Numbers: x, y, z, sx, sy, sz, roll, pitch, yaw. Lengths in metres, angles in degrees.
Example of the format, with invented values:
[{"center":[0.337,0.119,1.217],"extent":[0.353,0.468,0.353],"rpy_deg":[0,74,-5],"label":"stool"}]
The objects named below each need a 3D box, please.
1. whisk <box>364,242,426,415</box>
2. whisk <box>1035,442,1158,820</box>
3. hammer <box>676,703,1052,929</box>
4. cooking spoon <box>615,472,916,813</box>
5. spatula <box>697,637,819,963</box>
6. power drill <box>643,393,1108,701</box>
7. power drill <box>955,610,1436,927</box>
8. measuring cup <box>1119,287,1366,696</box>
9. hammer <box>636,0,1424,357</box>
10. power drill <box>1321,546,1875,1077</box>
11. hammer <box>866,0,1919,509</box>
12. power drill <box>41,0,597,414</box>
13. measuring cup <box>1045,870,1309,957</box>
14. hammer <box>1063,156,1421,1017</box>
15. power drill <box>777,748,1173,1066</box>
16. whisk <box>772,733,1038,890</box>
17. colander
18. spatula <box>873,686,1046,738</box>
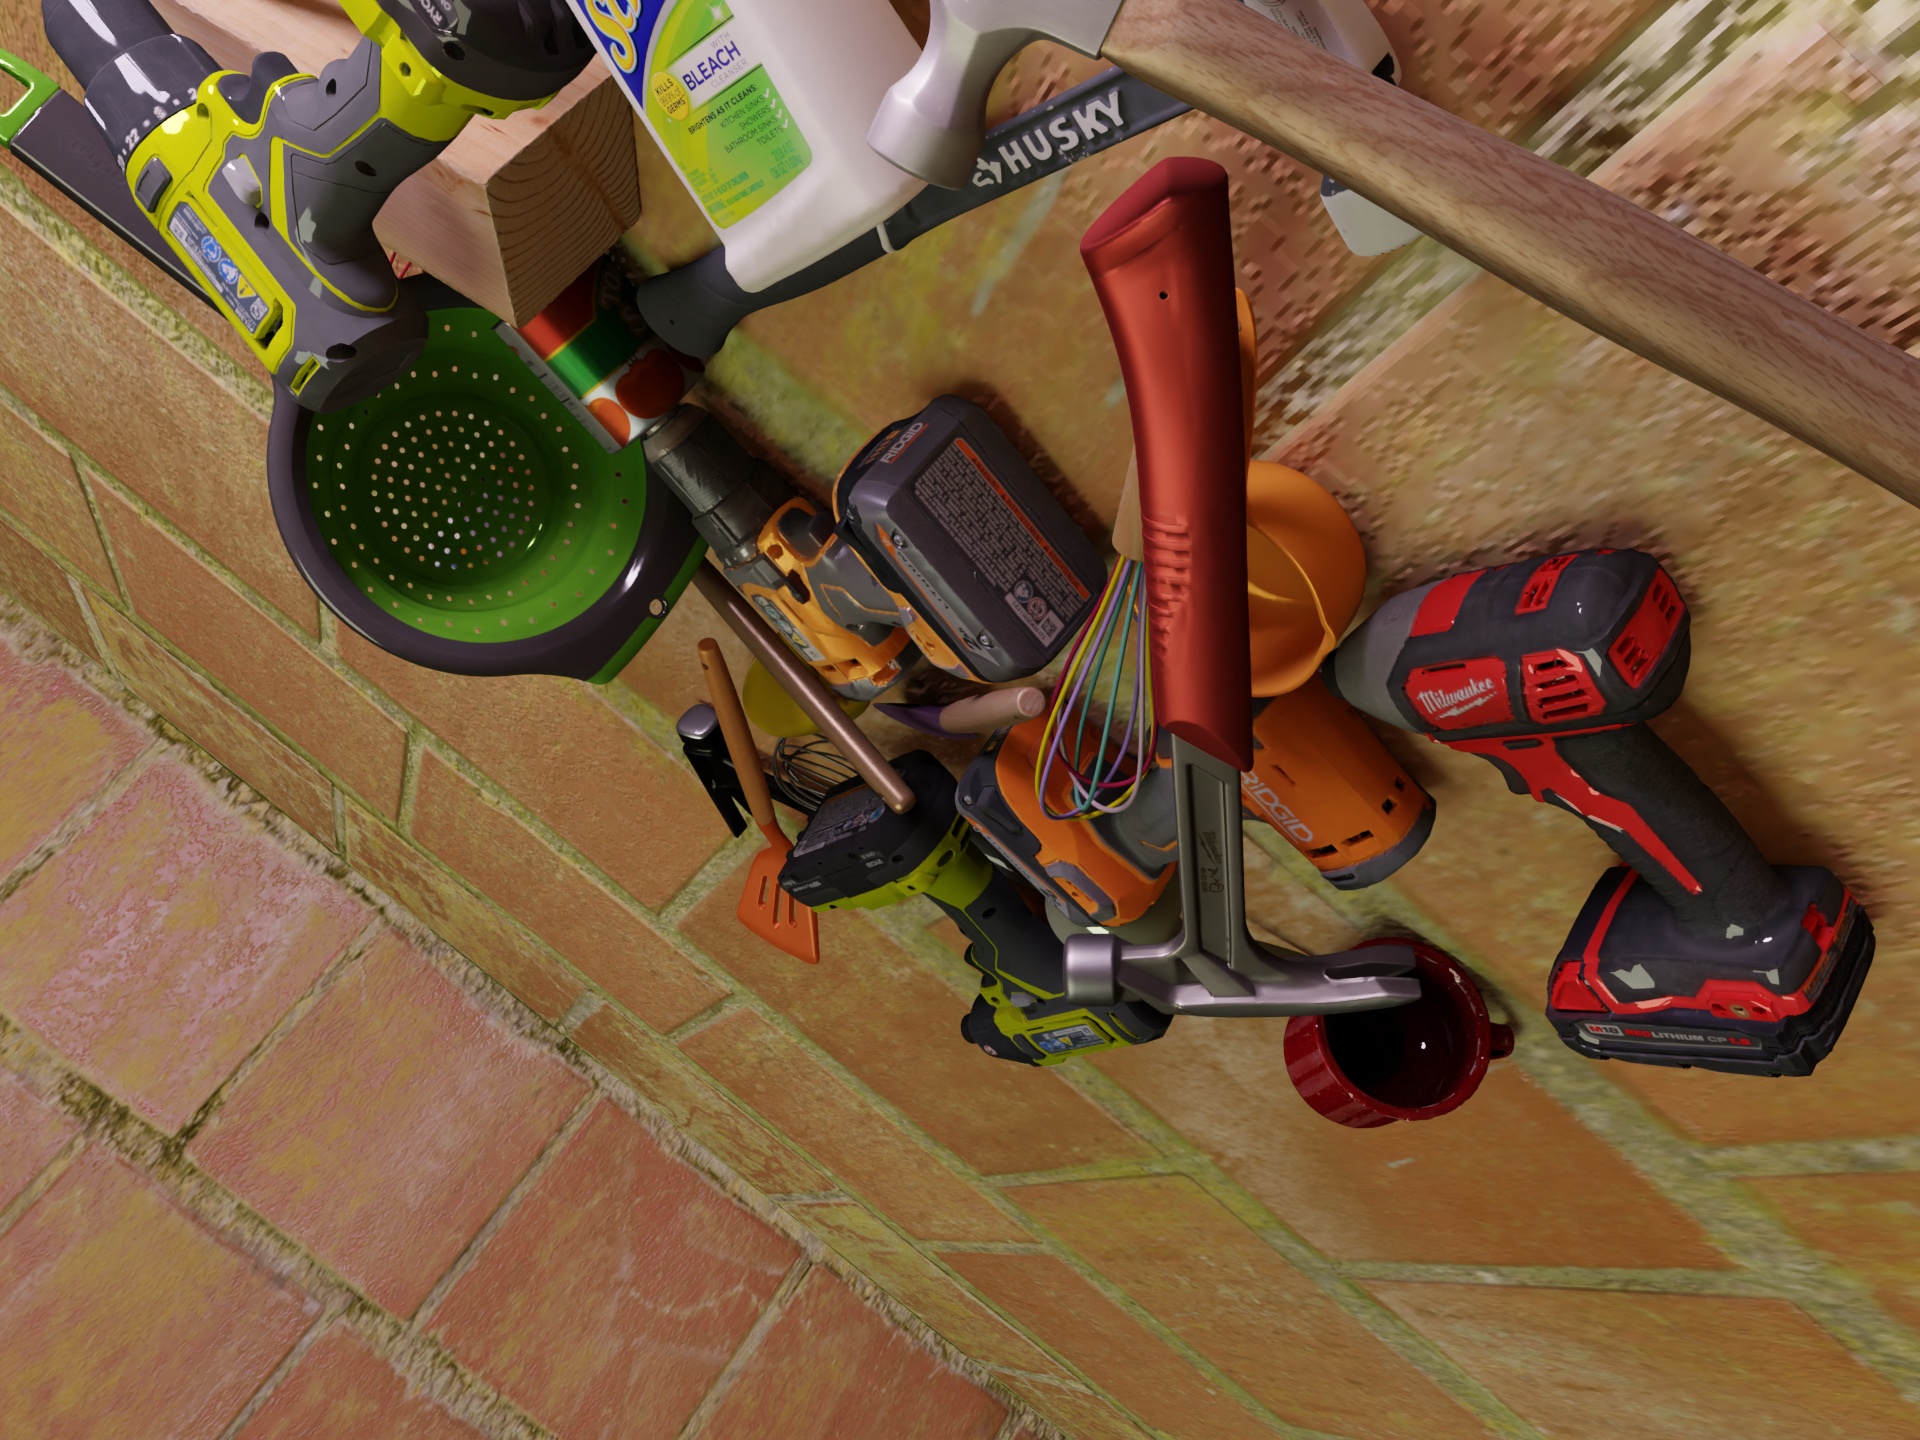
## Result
[{"center":[-0.351,-0.237,0.934],"extent":[0.073,0.073,0.296],"rpy_deg":[42,159,-9],"label":"whisk"},{"center":[0.068,-0.050,0.609],"extent":[0.047,0.051,0.244],"rpy_deg":[13,131,4],"label":"whisk"},{"center":[-0.053,0.085,1.105],"extent":[0.337,0.034,0.127],"rpy_deg":[21,149,31],"label":"hammer"},{"center":[-0.129,-0.066,0.888],"extent":[0.319,0.017,0.068],"rpy_deg":[48,162,18],"label":"cooking spoon"},{"center":[-0.145,0.059,1.096],"extent":[0.081,0.041,0.322],"rpy_deg":[26,149,25],"label":"spatula"},{"center":[-0.054,-0.092,0.771],"extent":[0.185,0.084,0.226],"rpy_deg":[48,157,-20],"label":"power drill"},{"center":[0.094,0.020,0.766],"extent":[0.164,0.084,0.226],"rpy_deg":[45,149,-14],"label":"power drill"},{"center":[0.112,-0.091,0.601],"extent":[0.095,0.052,0.173],"rpy_deg":[22,137,30],"label":"measuring cup"},{"center":[-0.019,-0.200,0.599],"extent":[0.409,0.036,0.149],"rpy_deg":[-1,133,53],"label":"hammer"},{"center":[0.239,0.034,0.612],"extent":[0.219,0.078,0.143],"rpy_deg":[51,151,-19],"label":"power drill"},{"center":[0.146,-0.141,0.428],"extent":[0.331,0.031,0.130],"rpy_deg":[27,116,-2],"label":"hammer"},{"center":[-0.246,-0.247,0.591],"extent":[0.228,0.080,0.190],"rpy_deg":[-30,99,41],"label":"power drill"},{"center":[0.132,0.111,0.896],"extent":[0.167,0.083,0.038],"rpy_deg":[16,136,6],"label":"measuring cup"},{"center":[0.097,-0.022,0.579],"extent":[0.149,0.037,0.358],"rpy_deg":[-3,128,9],"label":"hammer"},{"center":[0.004,0.130,0.980],"extent":[0.223,0.080,0.171],"rpy_deg":[44,140,-19],"label":"power drill"},{"center":[-0.018,0.061,1.016],"extent":[0.239,0.055,0.055],"rpy_deg":[23,151,17],"label":"whisk"},{"center":[-0.315,-0.174,0.806],"extent":[0.396,0.204,0.094],"rpy_deg":[40,164,-24],"label":"colander"},{"center":[-0.001,-0.003,0.805],"extent":[0.059,0.018,0.316],"rpy_deg":[20,175,-10],"label":"spatula"}]
